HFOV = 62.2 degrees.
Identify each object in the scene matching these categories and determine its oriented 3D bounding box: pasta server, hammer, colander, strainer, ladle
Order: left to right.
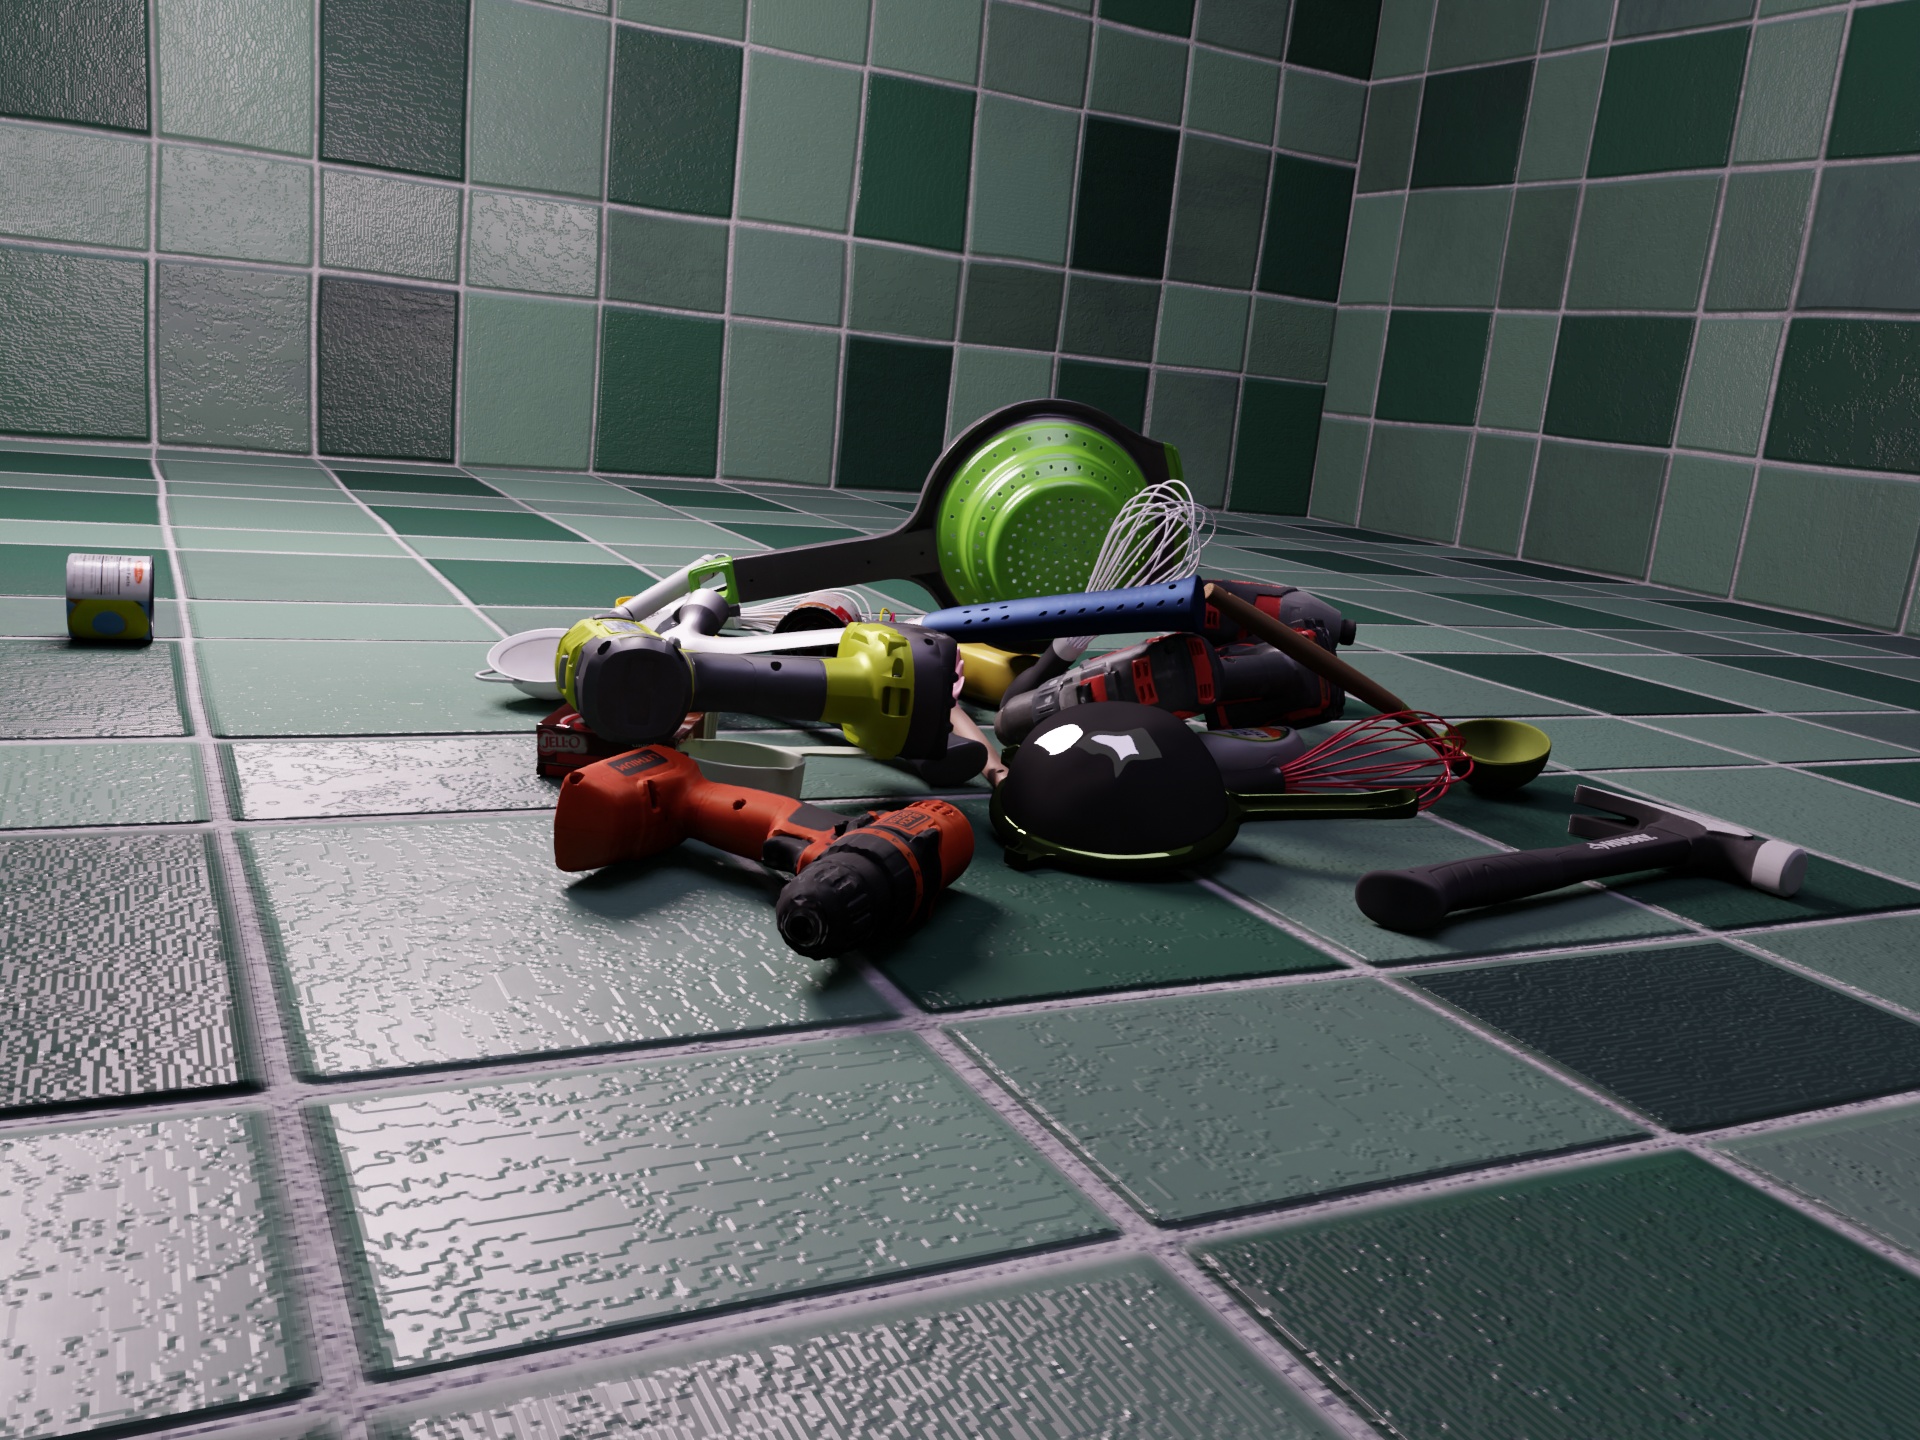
[{"bbox_3d":[-0.264,-0.072,1.218,0.087,0.050,0.258,22,41,29],"label":"strainer"},{"bbox_3d":[-0.128,-0.028,1.184,0.149,0.036,0.409,-27,33,-35],"label":"hammer"},{"bbox_3d":[-0.035,-0.059,1.099,0.405,0.035,0.144,-4,35,20],"label":"hammer"},{"bbox_3d":[-0.009,-0.124,1.212,0.397,0.204,0.095,-10,21,-5],"label":"colander"},{"bbox_3d":[-0.002,-0.004,1.181,0.060,0.040,0.316,-18,18,-6],"label":"pasta server"},{"bbox_3d":[0.145,0.029,0.942,0.256,0.069,0.152,0,23,1],"label":"strainer"},{"bbox_3d":[0.300,-0.030,1.138,0.320,0.062,0.078,28,12,-25],"label":"ladle"},{"bbox_3d":[0.354,0.085,0.950,0.334,0.035,0.146,-4,16,-37],"label":"hammer"}]

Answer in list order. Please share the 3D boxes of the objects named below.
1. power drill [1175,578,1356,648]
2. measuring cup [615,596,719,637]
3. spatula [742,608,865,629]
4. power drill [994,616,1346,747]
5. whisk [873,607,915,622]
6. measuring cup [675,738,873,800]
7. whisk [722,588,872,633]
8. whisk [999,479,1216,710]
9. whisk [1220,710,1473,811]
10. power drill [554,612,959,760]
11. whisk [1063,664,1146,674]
[{"bbox_3d":[0.252,-0.071,1.359,0.143,0.078,0.219,7,-6,5],"label":"power drill"},{"bbox_3d":[-0.249,-0.072,1.429,0.157,0.029,0.062,26,21,27],"label":"measuring cup"},{"bbox_3d":[-0.128,-0.095,1.577,0.315,0.018,0.060,4,12,-14],"label":"spatula"},{"bbox_3d":[0.153,-0.018,1.167,0.226,0.080,0.188,-5,-9,-45],"label":"power drill"},{"bbox_3d":[-0.071,-0.055,1.370,0.051,0.047,0.245,8,16,2],"label":"whisk"},{"bbox_3d":[-0.102,0.036,0.966,0.083,0.038,0.167,14,9,37],"label":"measuring cup"},{"bbox_3d":[-0.202,-0.099,1.501,0.246,0.059,0.058,3,0,10],"label":"whisk"},{"bbox_3d":[0.095,-0.072,1.153,0.070,0.070,0.284,-1,-30,-29],"label":"whisk"},{"bbox_3d":[0.226,0.038,1.061,0.295,0.073,0.073,-7,17,-26],"label":"whisk"},{"bbox_3d":[-0.133,-0.027,0.977,0.228,0.080,0.191,3,9,-21],"label":"power drill"},{"bbox_3d":[0.089,-0.037,1.356,0.239,0.055,0.055,9,12,34],"label":"whisk"}]
